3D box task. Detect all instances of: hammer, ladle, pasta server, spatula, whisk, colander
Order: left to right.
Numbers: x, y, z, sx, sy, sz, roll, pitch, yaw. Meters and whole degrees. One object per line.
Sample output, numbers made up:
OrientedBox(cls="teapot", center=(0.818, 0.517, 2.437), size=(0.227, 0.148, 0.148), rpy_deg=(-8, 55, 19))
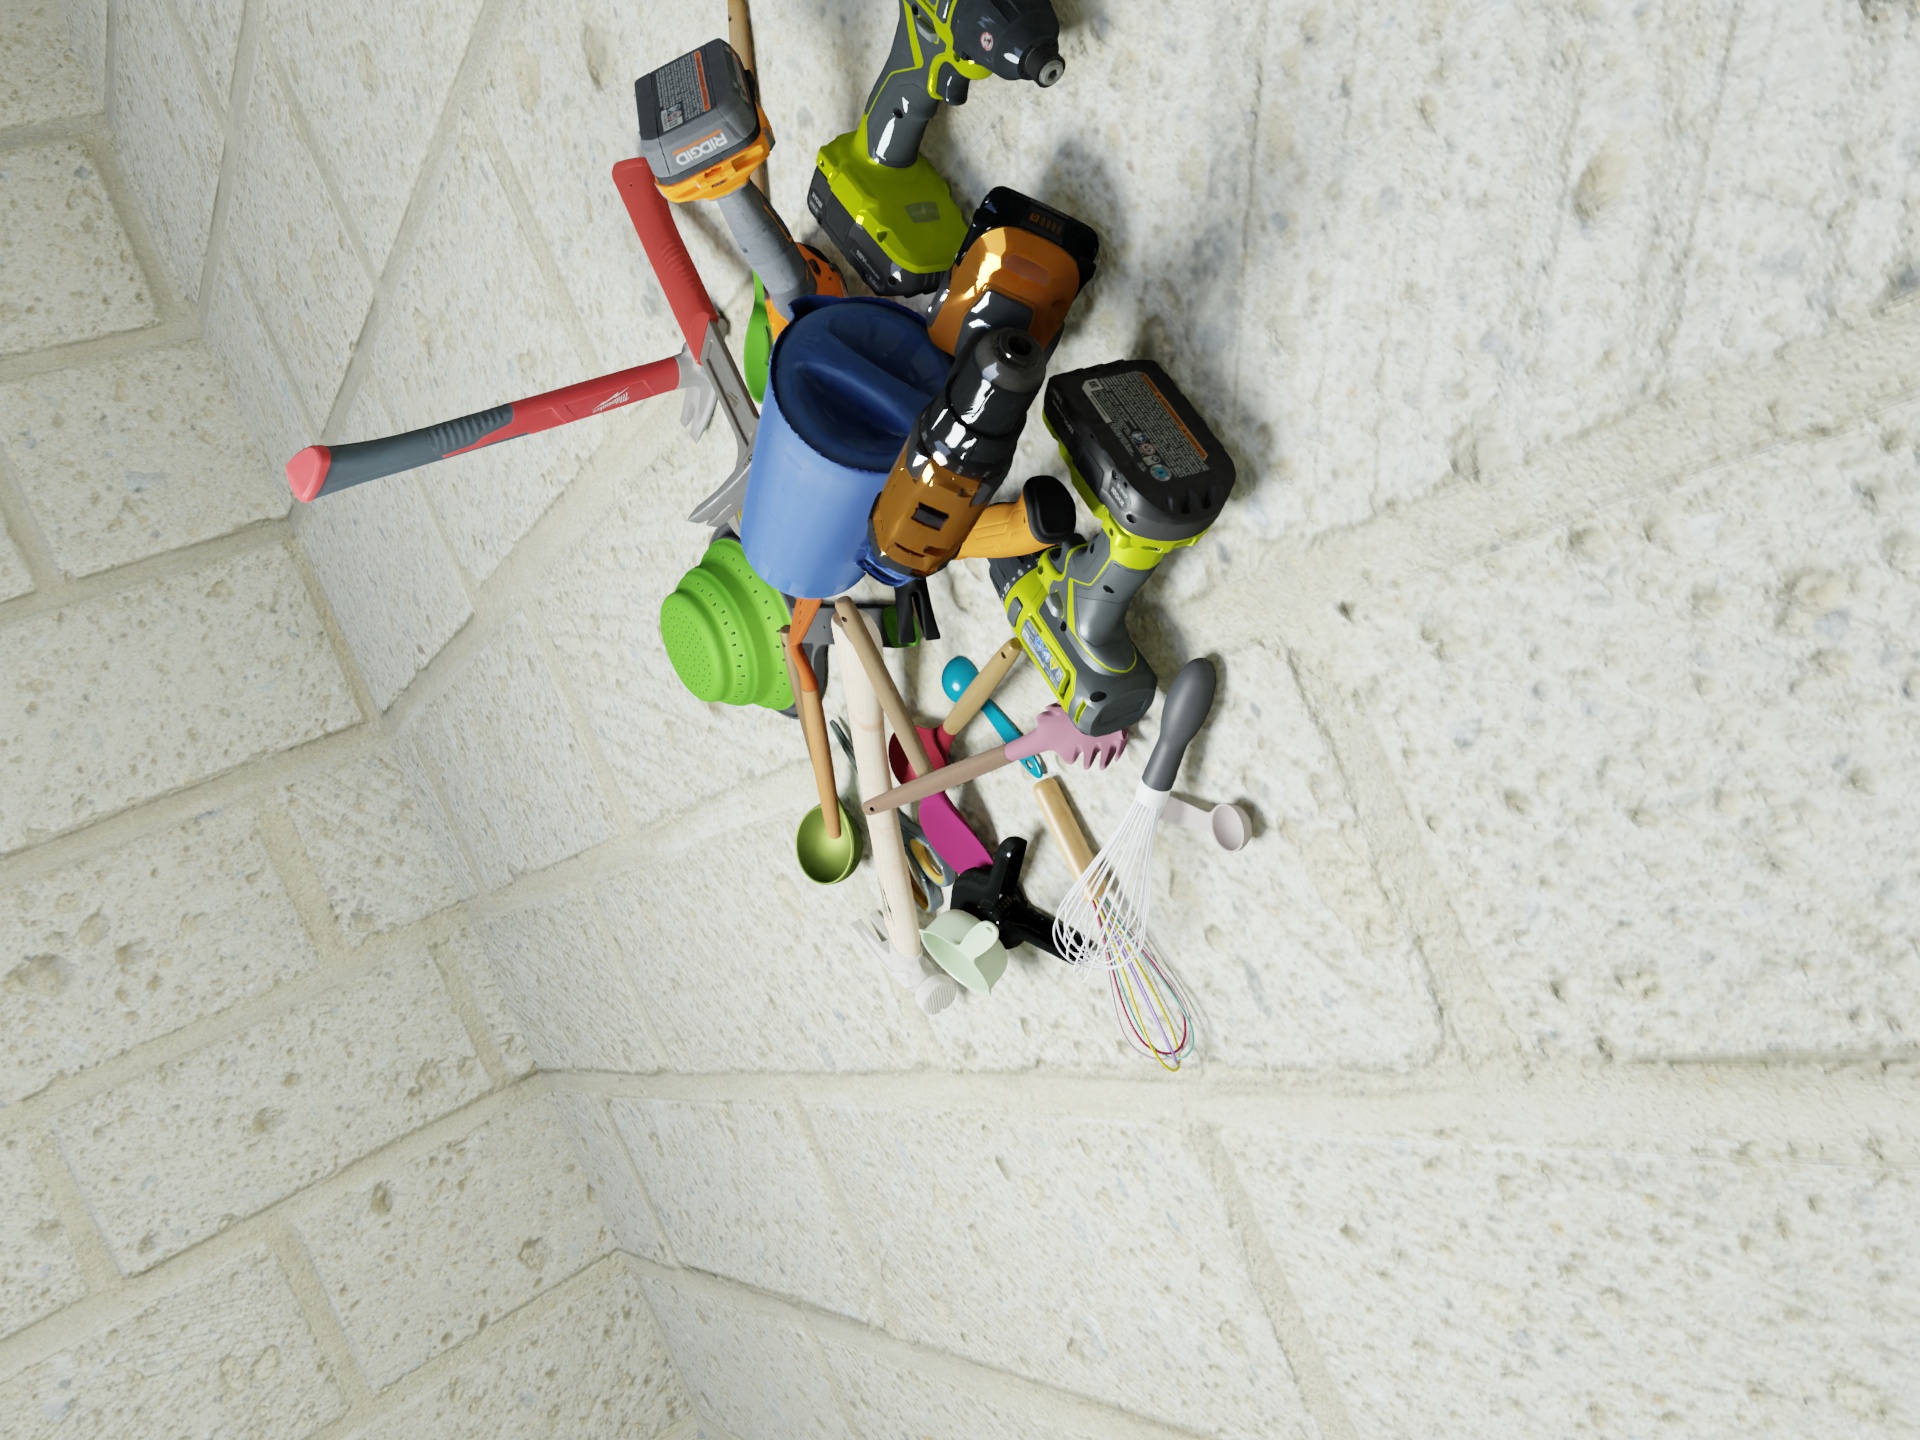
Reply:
OrientedBox(cls="hammer", center=(-0.376, -0.247, 1.356), size=(0.038, 0.386, 0.143), rpy_deg=(53, 147, 19))
OrientedBox(cls="hammer", center=(-0.227, -0.335, 1.323), size=(0.149, 0.036, 0.359), rpy_deg=(-43, 58, 29))
OrientedBox(cls="colander", center=(-0.177, -0.077, 1.456), size=(0.397, 0.094, 0.204), rpy_deg=(7, 116, 55))
OrientedBox(cls="ladle", center=(-0.140, 0.037, 1.461), size=(0.078, 0.062, 0.319), rpy_deg=(36, 151, 33))
OrientedBox(cls="spatula", center=(-0.118, -0.012, 1.374), size=(0.081, 0.041, 0.322), rpy_deg=(-94, 0, -48))
OrientedBox(cls="hammer", center=(-0.076, 0.077, 1.422), size=(0.146, 0.038, 0.410), rpy_deg=(39, 145, 45))
OrientedBox(cls="ladle", center=(-0.002, -0.004, 1.268), size=(0.069, 0.031, 0.315), rpy_deg=(53, 156, 6))
OrientedBox(cls="hammer", center=(0.007, -0.119, 1.098), size=(0.337, 0.034, 0.127), rpy_deg=(-173, 77, -73))
OrientedBox(cls="pasta server", center=(0.017, 0.036, 1.239), size=(0.316, 0.040, 0.060), rpy_deg=(-23, 104, 46))
OrientedBox(cls="whisk", center=(0.115, 0.157, 1.228), size=(0.051, 0.047, 0.245), rpy_deg=(-36, 77, 53))
OrientedBox(cls="whisk", center=(0.126, 0.073, 1.122), size=(0.070, 0.070, 0.284), rpy_deg=(42, 131, 33))

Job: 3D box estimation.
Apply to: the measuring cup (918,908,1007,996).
OrientedBox(cls="measuring cup", center=(0.016, 0.179, 1.320), size=(0.083, 0.038, 0.167), rpy_deg=(42, 156, 4))

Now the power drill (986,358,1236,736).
OrientedBox(cls="power drill", center=(0.082, -0.124, 1.049), size=(0.191, 0.080, 0.228), rpy_deg=(60, 152, 26))

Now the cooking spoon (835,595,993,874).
OrientedBox(cls="cooking spoon", center=(-0.037, 0.025, 1.310), size=(0.069, 0.017, 0.318), rpy_deg=(11, 139, 39))

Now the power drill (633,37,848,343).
OrientedBox(cls="power drill", center=(-0.146, -0.362, 1.144), size=(0.226, 0.084, 0.164), rpy_deg=(58, -168, -45))

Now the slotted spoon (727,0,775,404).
OrientedBox(cls="slotted spoon", center=(-0.163, -0.408, 1.273), size=(0.070, 0.031, 0.313), rpy_deg=(32, 134, 45))

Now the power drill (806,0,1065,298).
OrientedBox(cls="power drill", center=(-0.016, -0.388, 1.012), size=(0.171, 0.080, 0.223), rpy_deg=(55, 145, 23))

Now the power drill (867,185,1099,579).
OrientedBox(cls="power drill", center=(0.018, -0.217, 0.944), size=(0.084, 0.226, 0.185), rpy_deg=(23, 147, -9))

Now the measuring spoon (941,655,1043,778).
OrientedBox(cls="measuring spoon", center=(0.022, 0.001, 1.278), size=(0.129, 0.021, 0.042), rpy_deg=(52, 147, 25))

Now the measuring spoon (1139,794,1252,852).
OrientedBox(cls="measuring spoon", center=(0.165, 0.065, 1.119), size=(0.124, 0.018, 0.034), rpy_deg=(18, 115, 59))
